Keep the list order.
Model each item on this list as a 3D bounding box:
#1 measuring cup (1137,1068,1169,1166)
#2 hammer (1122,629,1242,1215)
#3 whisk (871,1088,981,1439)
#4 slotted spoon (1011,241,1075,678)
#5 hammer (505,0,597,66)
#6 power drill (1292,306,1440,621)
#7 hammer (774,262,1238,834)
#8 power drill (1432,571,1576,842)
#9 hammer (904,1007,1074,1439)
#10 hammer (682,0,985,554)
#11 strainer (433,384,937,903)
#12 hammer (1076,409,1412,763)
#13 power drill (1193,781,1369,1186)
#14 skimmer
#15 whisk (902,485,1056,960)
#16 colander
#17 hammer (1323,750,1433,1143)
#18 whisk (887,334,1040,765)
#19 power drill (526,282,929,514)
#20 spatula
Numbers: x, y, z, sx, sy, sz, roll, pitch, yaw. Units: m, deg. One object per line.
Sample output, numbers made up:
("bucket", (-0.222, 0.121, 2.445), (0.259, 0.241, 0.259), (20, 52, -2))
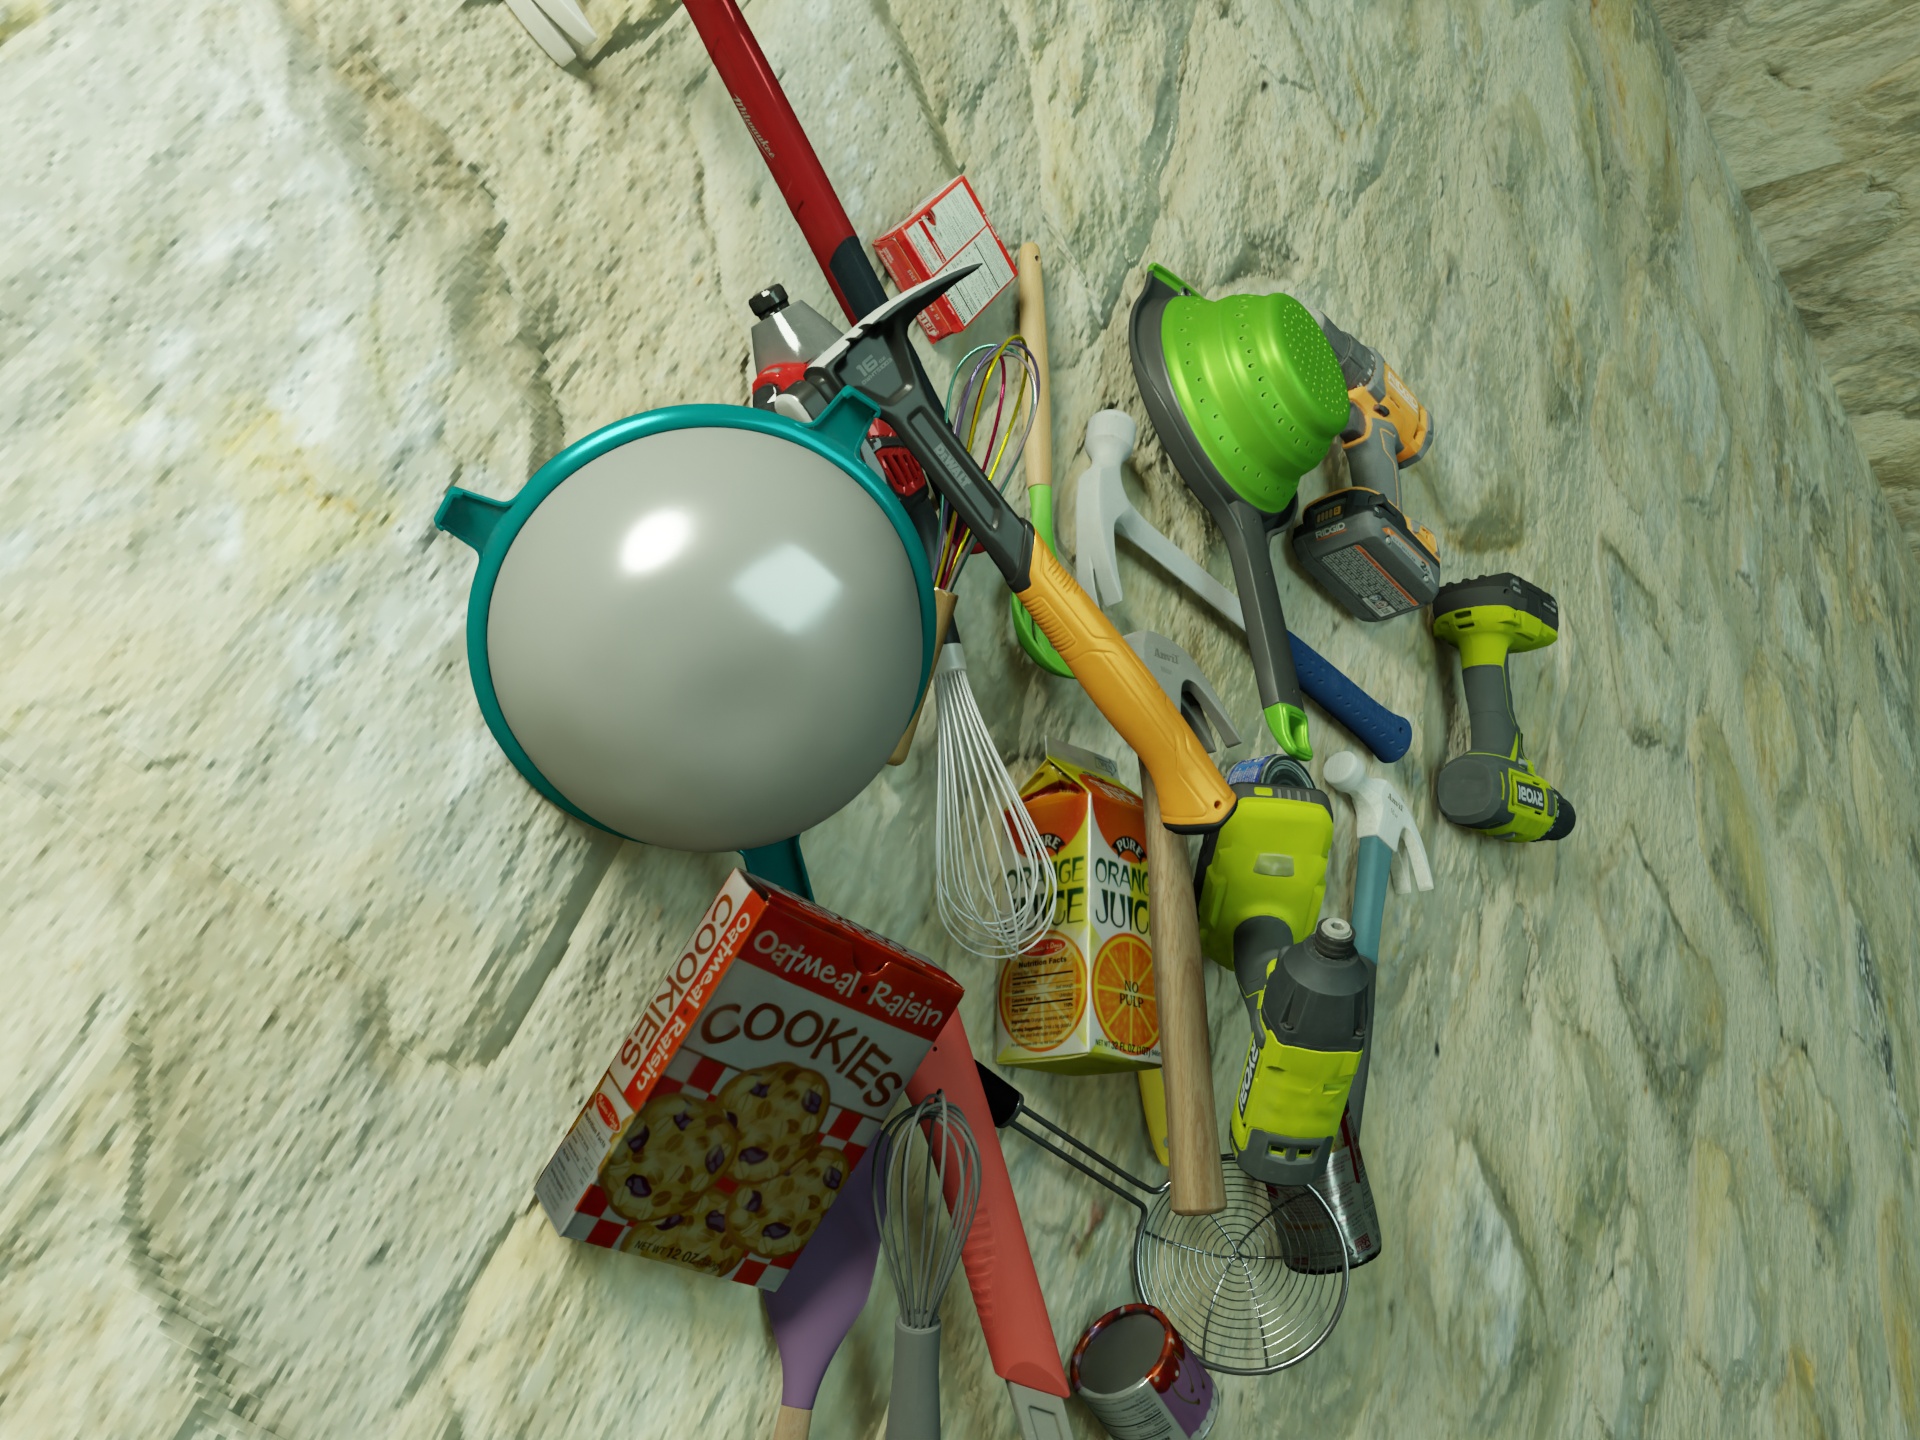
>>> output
("measuring cup", (0.125, 0.201, 1.001), (0.062, 0.029, 0.156), (0, 77, -47))
("hammer", (0.124, 0.111, 0.914), (0.130, 0.031, 0.331), (11, 70, -45))
("whisk", (-0.019, 0.293, 0.767), (0.055, 0.055, 0.239), (-7, 103, -48))
("slotted spoon", (0.052, -0.173, 1.037), (0.070, 0.031, 0.314), (16, 65, -44))
("hammer", (-0.139, -0.502, 0.919), (0.411, 0.038, 0.146), (-49, 116, -44))
("power drill", (0.324, -0.218, 1.308), (0.185, 0.084, 0.226), (34, 51, -36))
("hammer", (0.051, -0.074, 0.842), (0.127, 0.034, 0.336), (-44, 110, -16))
("power drill", (0.494, -0.003, 1.432), (0.190, 0.080, 0.229), (15, 71, -44))
("hammer", (0.036, 0.303, 0.821), (0.149, 0.037, 0.359), (-17, 93, -22))
("hammer", (-0.057, -0.247, 0.848), (0.038, 0.143, 0.385), (-40, 123, -15))
("strainer", (-0.091, 0.034, 0.709), (0.211, 0.095, 0.340), (-16, 114, -9))
("hammer", (0.218, -0.063, 1.178), (0.405, 0.035, 0.144), (32, 56, -37))
("power drill", (0.195, 0.140, 0.957), (0.223, 0.080, 0.171), (-87, -177, -60))
("skimmer", (0.081, 0.255, 0.892), (0.363, 0.090, 0.127), (39, 83, -31))
("whisk", (-0.001, -0.003, 0.908), (0.070, 0.070, 0.285), (-2, 76, -48))
("colander", (0.228, -0.167, 1.124), (0.204, 0.094, 0.397), (19, 55, -47))
("hammer", (0.298, 0.193, 1.191), (0.128, 0.033, 0.331), (38, 53, -32))
("whisk", (-0.007, -0.093, 0.872), (0.051, 0.047, 0.245), (17, 94, -7))
("power drill", (-0.109, -0.132, 0.814), (0.220, 0.078, 0.143), (-47, 115, -47))
("spatula", (-0.083, 0.345, 0.735), (0.059, 0.018, 0.316), (12, 68, -7))
